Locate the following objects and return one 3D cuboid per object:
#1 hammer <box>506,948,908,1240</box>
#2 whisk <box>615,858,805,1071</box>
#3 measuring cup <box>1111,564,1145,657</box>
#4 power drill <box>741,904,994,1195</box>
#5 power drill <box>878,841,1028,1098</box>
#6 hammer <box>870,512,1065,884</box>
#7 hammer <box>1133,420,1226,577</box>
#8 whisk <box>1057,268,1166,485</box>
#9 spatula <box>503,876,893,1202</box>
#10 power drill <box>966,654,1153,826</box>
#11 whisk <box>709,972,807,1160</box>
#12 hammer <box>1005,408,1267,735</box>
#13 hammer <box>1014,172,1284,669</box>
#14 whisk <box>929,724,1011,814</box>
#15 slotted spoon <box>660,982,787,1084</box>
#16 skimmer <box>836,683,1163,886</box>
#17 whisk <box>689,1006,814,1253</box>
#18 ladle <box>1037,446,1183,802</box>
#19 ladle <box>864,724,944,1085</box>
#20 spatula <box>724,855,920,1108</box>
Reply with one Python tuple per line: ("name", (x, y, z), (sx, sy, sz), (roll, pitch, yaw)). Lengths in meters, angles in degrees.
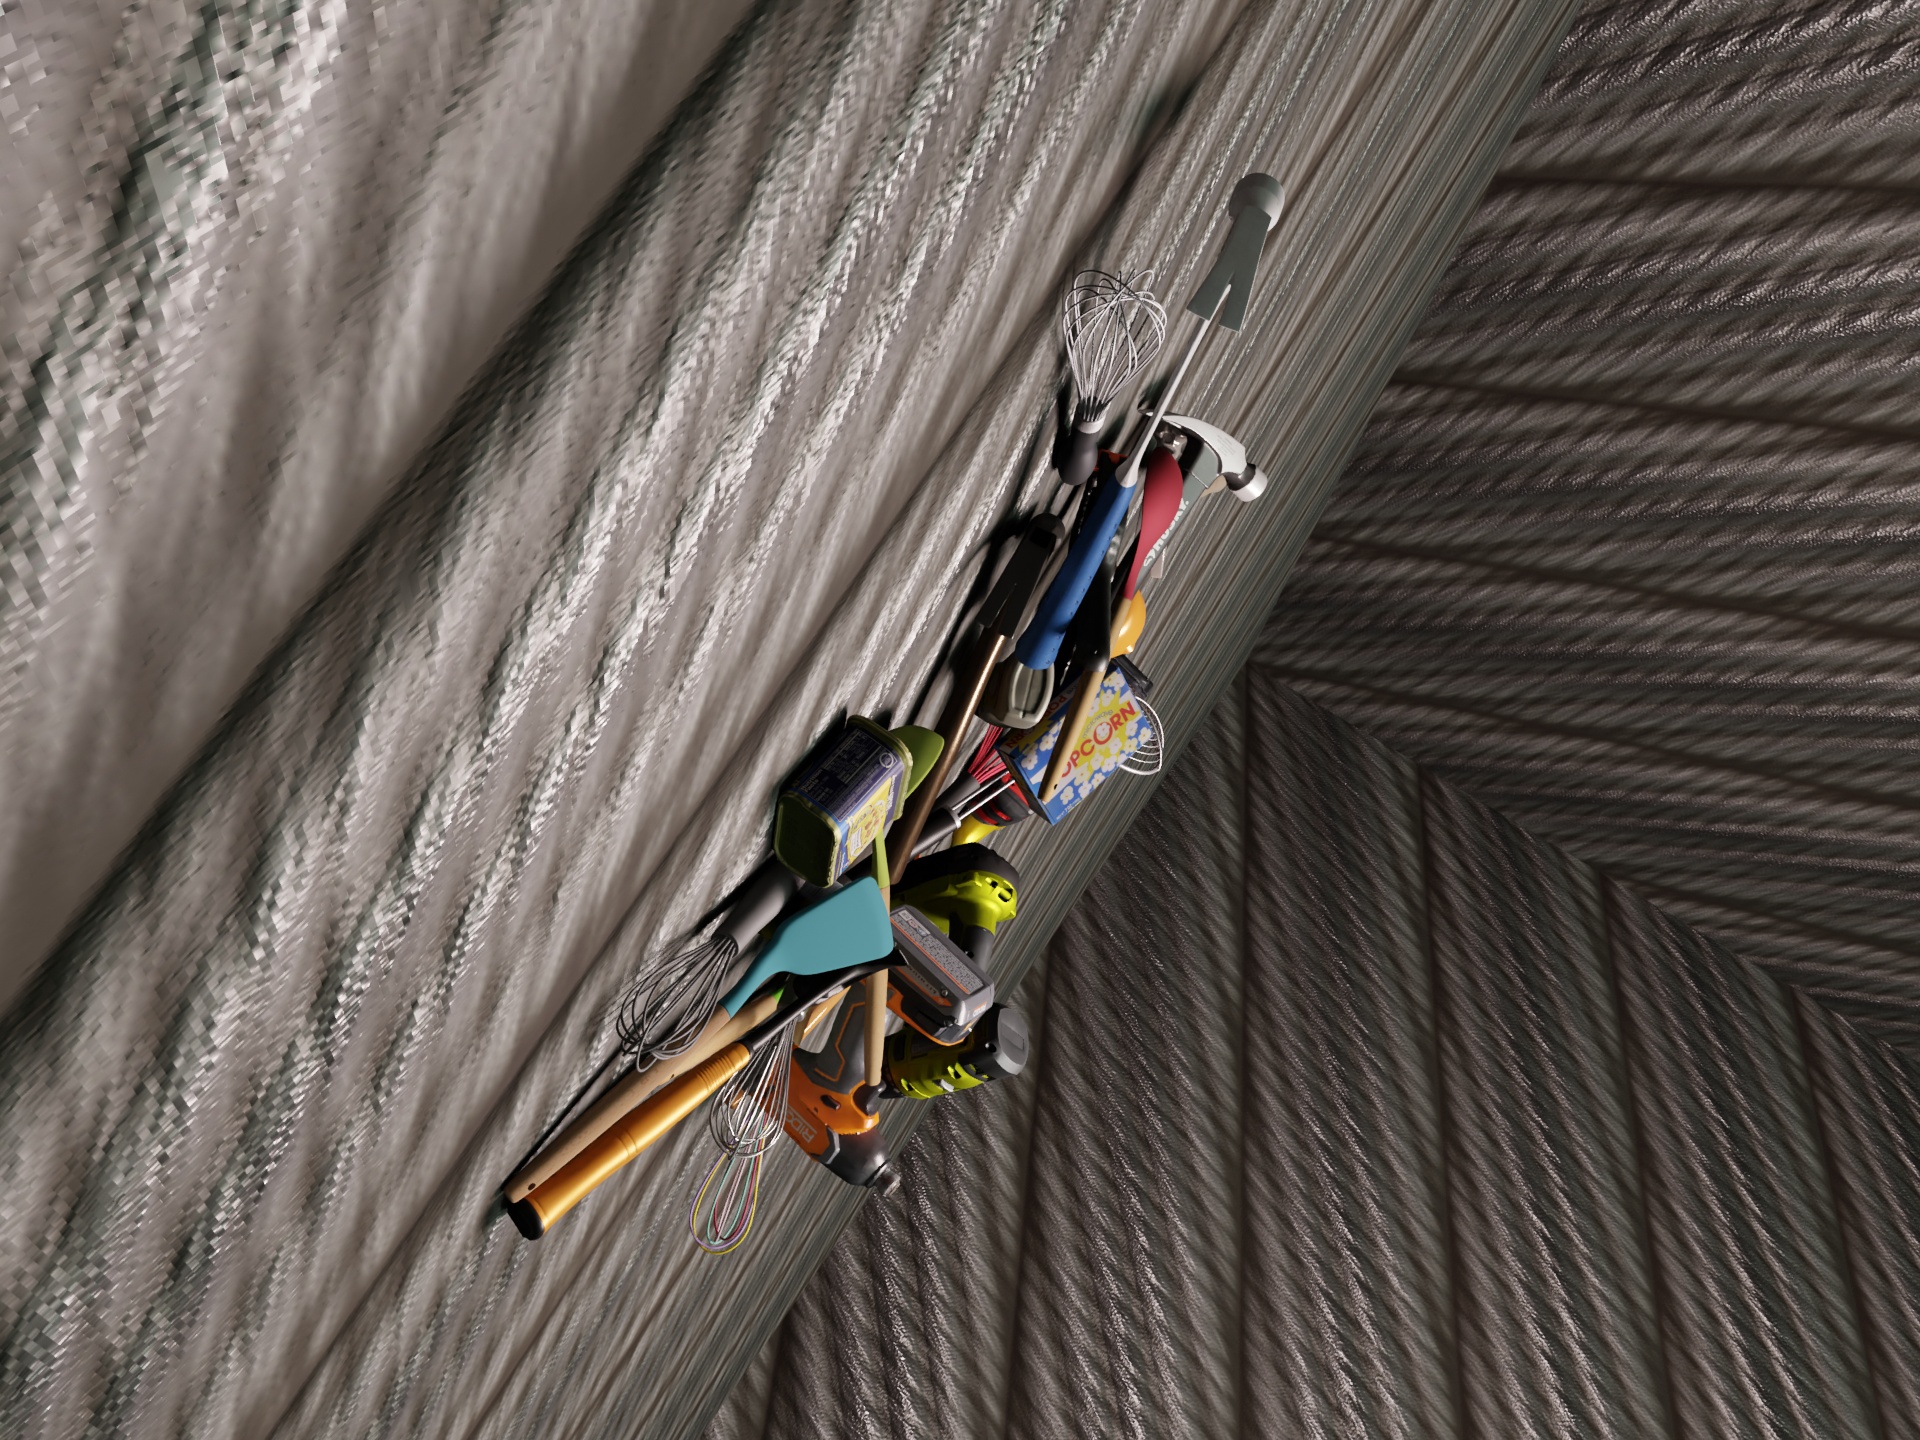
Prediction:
("hammer", (-0.178, 0.254, 1.135), (0.337, 0.034, 0.127), (-34, -179, -43))
("whisk", (-0.159, 0.154, 1.080), (0.239, 0.055, 0.055), (-50, 167, -53))
("measuring cup", (0.093, -0.078, 1.473), (0.173, 0.095, 0.052), (-39, 162, 0))
("power drill", (-0.071, 0.290, 1.362), (0.226, 0.164, 0.084), (-54, 164, 19))
("power drill", (-0.027, 0.241, 1.475), (0.190, 0.080, 0.229), (-21, -135, 29))
("hammer", (-0.002, -0.004, 1.266), (0.331, 0.031, 0.130), (-65, 178, 25))
("hammer", (0.235, -0.235, 1.637), (0.410, 0.038, 0.146), (-30, 131, -71))
("whisk", (0.095, -0.228, 1.110), (0.070, 0.070, 0.284), (-55, 173, -14))
("spatula", (-0.175, 0.219, 1.084), (0.317, 0.044, 0.082), (-40, 137, -29))
("power drill", (0.091, 0.022, 1.658), (0.220, 0.078, 0.143), (-48, -173, -20))
("whisk", (-0.141, 0.244, 1.286), (0.059, 0.058, 0.246), (-58, -172, 50))
("hammer", (0.138, -0.118, 1.403), (0.146, 0.035, 0.335), (34, 88, -37))
("hammer", (0.118, -0.177, 1.115), (0.405, 0.035, 0.144), (116, -2, -46))
("whisk", (0.022, 0.043, 1.523), (0.296, 0.073, 0.073), (-45, 164, -23))
("slotted spoon", (-0.169, 0.238, 1.308), (0.070, 0.031, 0.314), (-62, 166, 17))
("skimmer", (0.037, 0.069, 1.444), (0.363, 0.127, 0.090), (-33, 158, -22))
("whisk", (-0.180, 0.365, 1.447), (0.051, 0.047, 0.245), (34, 73, -49))
("ladle", (0.126, -0.079, 1.336), (0.069, 0.031, 0.315), (26, 85, -63))
("ladle", (-0.052, 0.153, 1.252), (0.078, 0.062, 0.320), (-81, 175, -67))
("spatula", (-0.124, 0.252, 1.543), (0.323, 0.041, 0.081), (-45, 162, -35))
